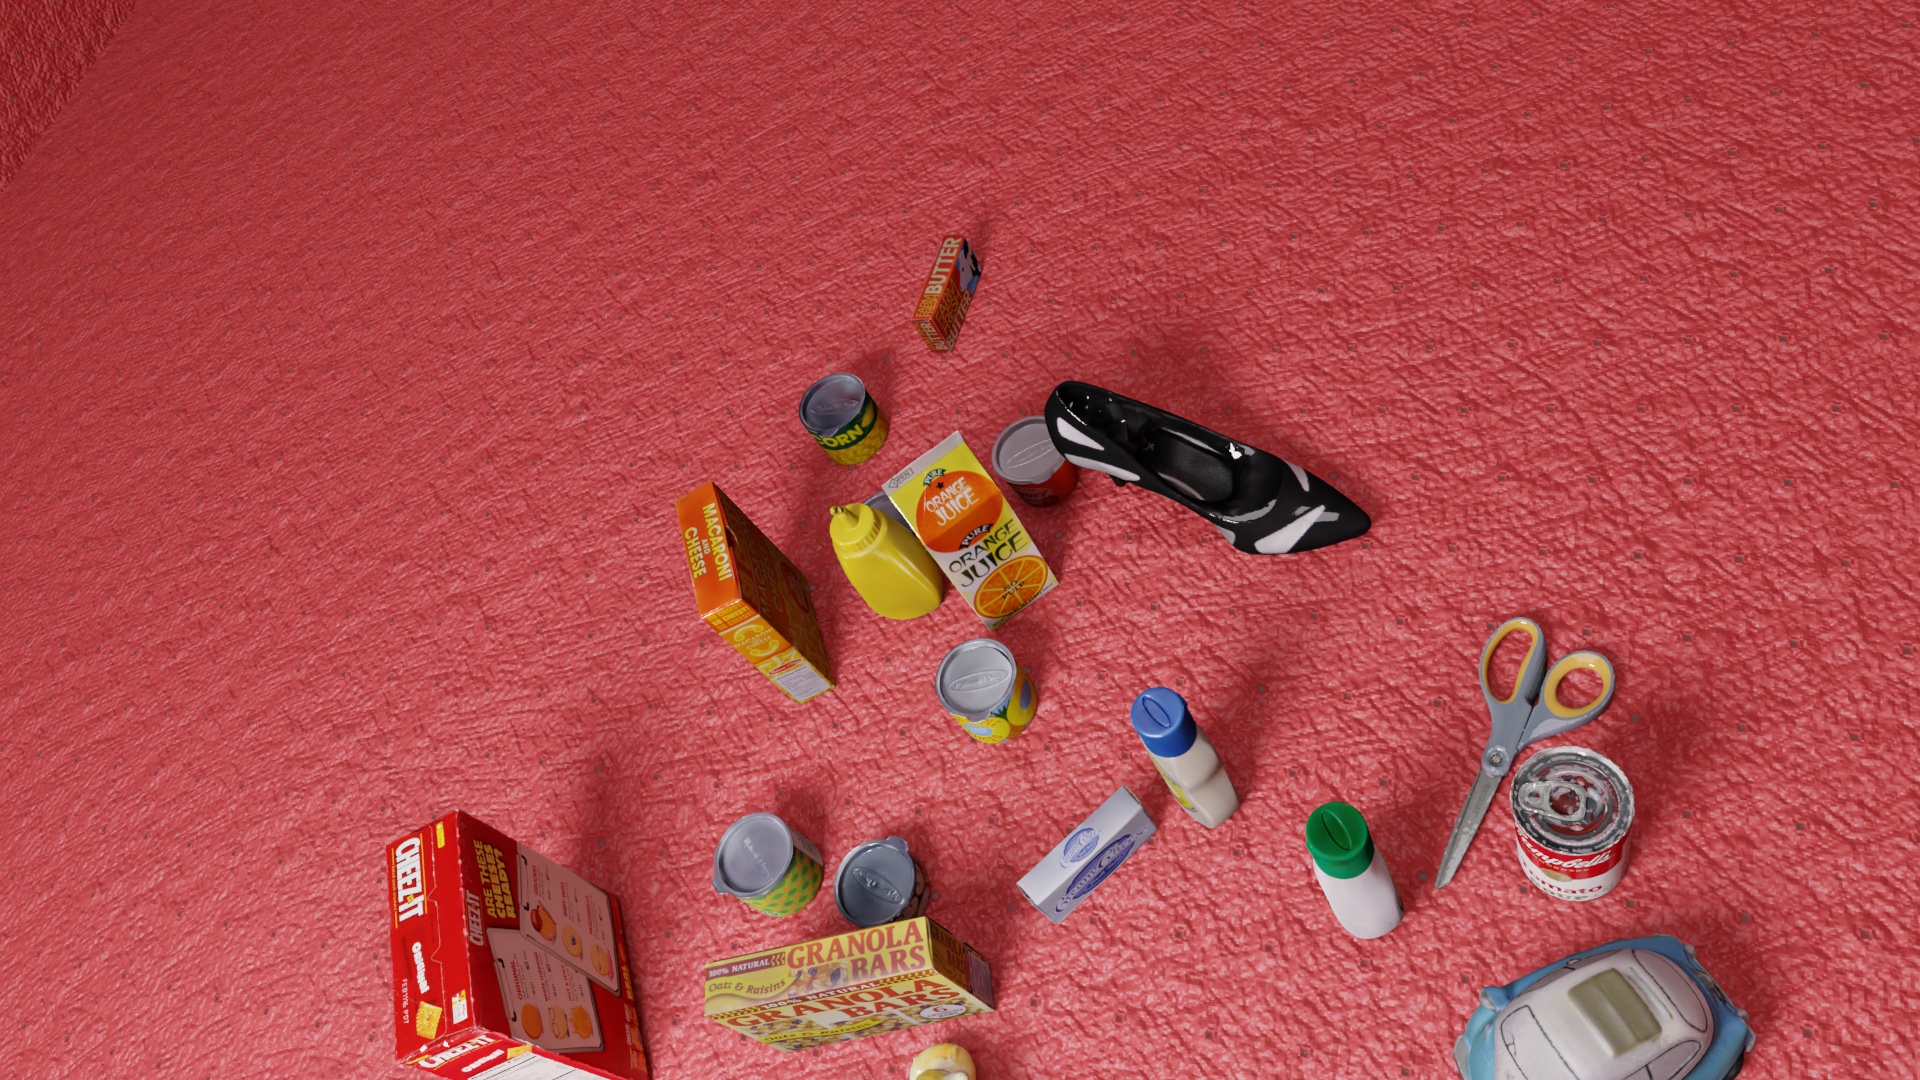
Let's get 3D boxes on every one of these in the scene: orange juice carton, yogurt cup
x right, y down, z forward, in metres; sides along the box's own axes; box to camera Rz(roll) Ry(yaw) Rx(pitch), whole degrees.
[{"bbox_3d":[0.004,-0.014,1.085,0.072,0.192,0.073,-36,53,0],"label":"orange juice carton"},{"bbox_3d":[0.066,-0.064,1.176,0.072,0.053,0.073,-11,56,17],"label":"yogurt cup"}]

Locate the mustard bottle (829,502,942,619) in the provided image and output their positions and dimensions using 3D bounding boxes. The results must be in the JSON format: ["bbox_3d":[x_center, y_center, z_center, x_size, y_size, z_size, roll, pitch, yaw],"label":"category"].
[{"bbox_3d":[-0.066,0.010,1.121,0.065,0.159,0.049,-16,55,14],"label":"mustard bottle"}]

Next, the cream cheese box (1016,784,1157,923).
[{"bbox_3d":[0.092,0.224,0.985,0.104,0.053,0.024,-42,53,-5],"label":"cream cheese box"}]

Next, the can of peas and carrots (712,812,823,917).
[{"bbox_3d":[-0.148,0.252,1.068,0.071,0.058,0.071,-11,56,17],"label":"can of peas and carrots"}]

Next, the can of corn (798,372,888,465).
[{"bbox_3d":[-0.107,-0.109,1.277,0.071,0.058,0.071,-11,56,17],"label":"can of corn"}]

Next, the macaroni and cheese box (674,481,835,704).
[{"bbox_3d":[-0.166,0.044,1.139,0.040,0.166,0.124,-26,53,7],"label":"macaroni and cheese box"}]

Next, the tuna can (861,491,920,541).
[{"bbox_3d":[-0.060,-0.010,1.210,0.071,0.032,0.071,-11,56,17],"label":"tuna can"}]

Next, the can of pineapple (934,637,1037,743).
[{"bbox_3d":[0.020,0.119,1.079,0.071,0.057,0.071,-11,56,17],"label":"can of pineapple"}]

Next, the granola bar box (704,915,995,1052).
[{"bbox_3d":[-0.075,0.308,0.960,0.165,0.123,0.039,-16,55,14],"label":"granola bar box"}]

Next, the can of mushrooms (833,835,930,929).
[{"bbox_3d":[-0.057,0.259,1.040,0.071,0.033,0.071,-11,56,17],"label":"can of mushrooms"}]

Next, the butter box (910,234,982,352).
[{"bbox_3d":[-0.012,-0.234,1.317,0.024,0.053,0.104,7,63,27],"label":"butter box"}]

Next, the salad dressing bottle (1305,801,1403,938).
[{"bbox_3d":[0.245,0.206,0.871,0.044,0.147,0.064,-30,53,4],"label":"salad dressing bottle"}]

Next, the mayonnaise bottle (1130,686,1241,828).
[{"bbox_3d":[0.151,0.145,0.949,0.041,0.147,0.065,-39,53,-3],"label":"mayonnaise bottle"}]
